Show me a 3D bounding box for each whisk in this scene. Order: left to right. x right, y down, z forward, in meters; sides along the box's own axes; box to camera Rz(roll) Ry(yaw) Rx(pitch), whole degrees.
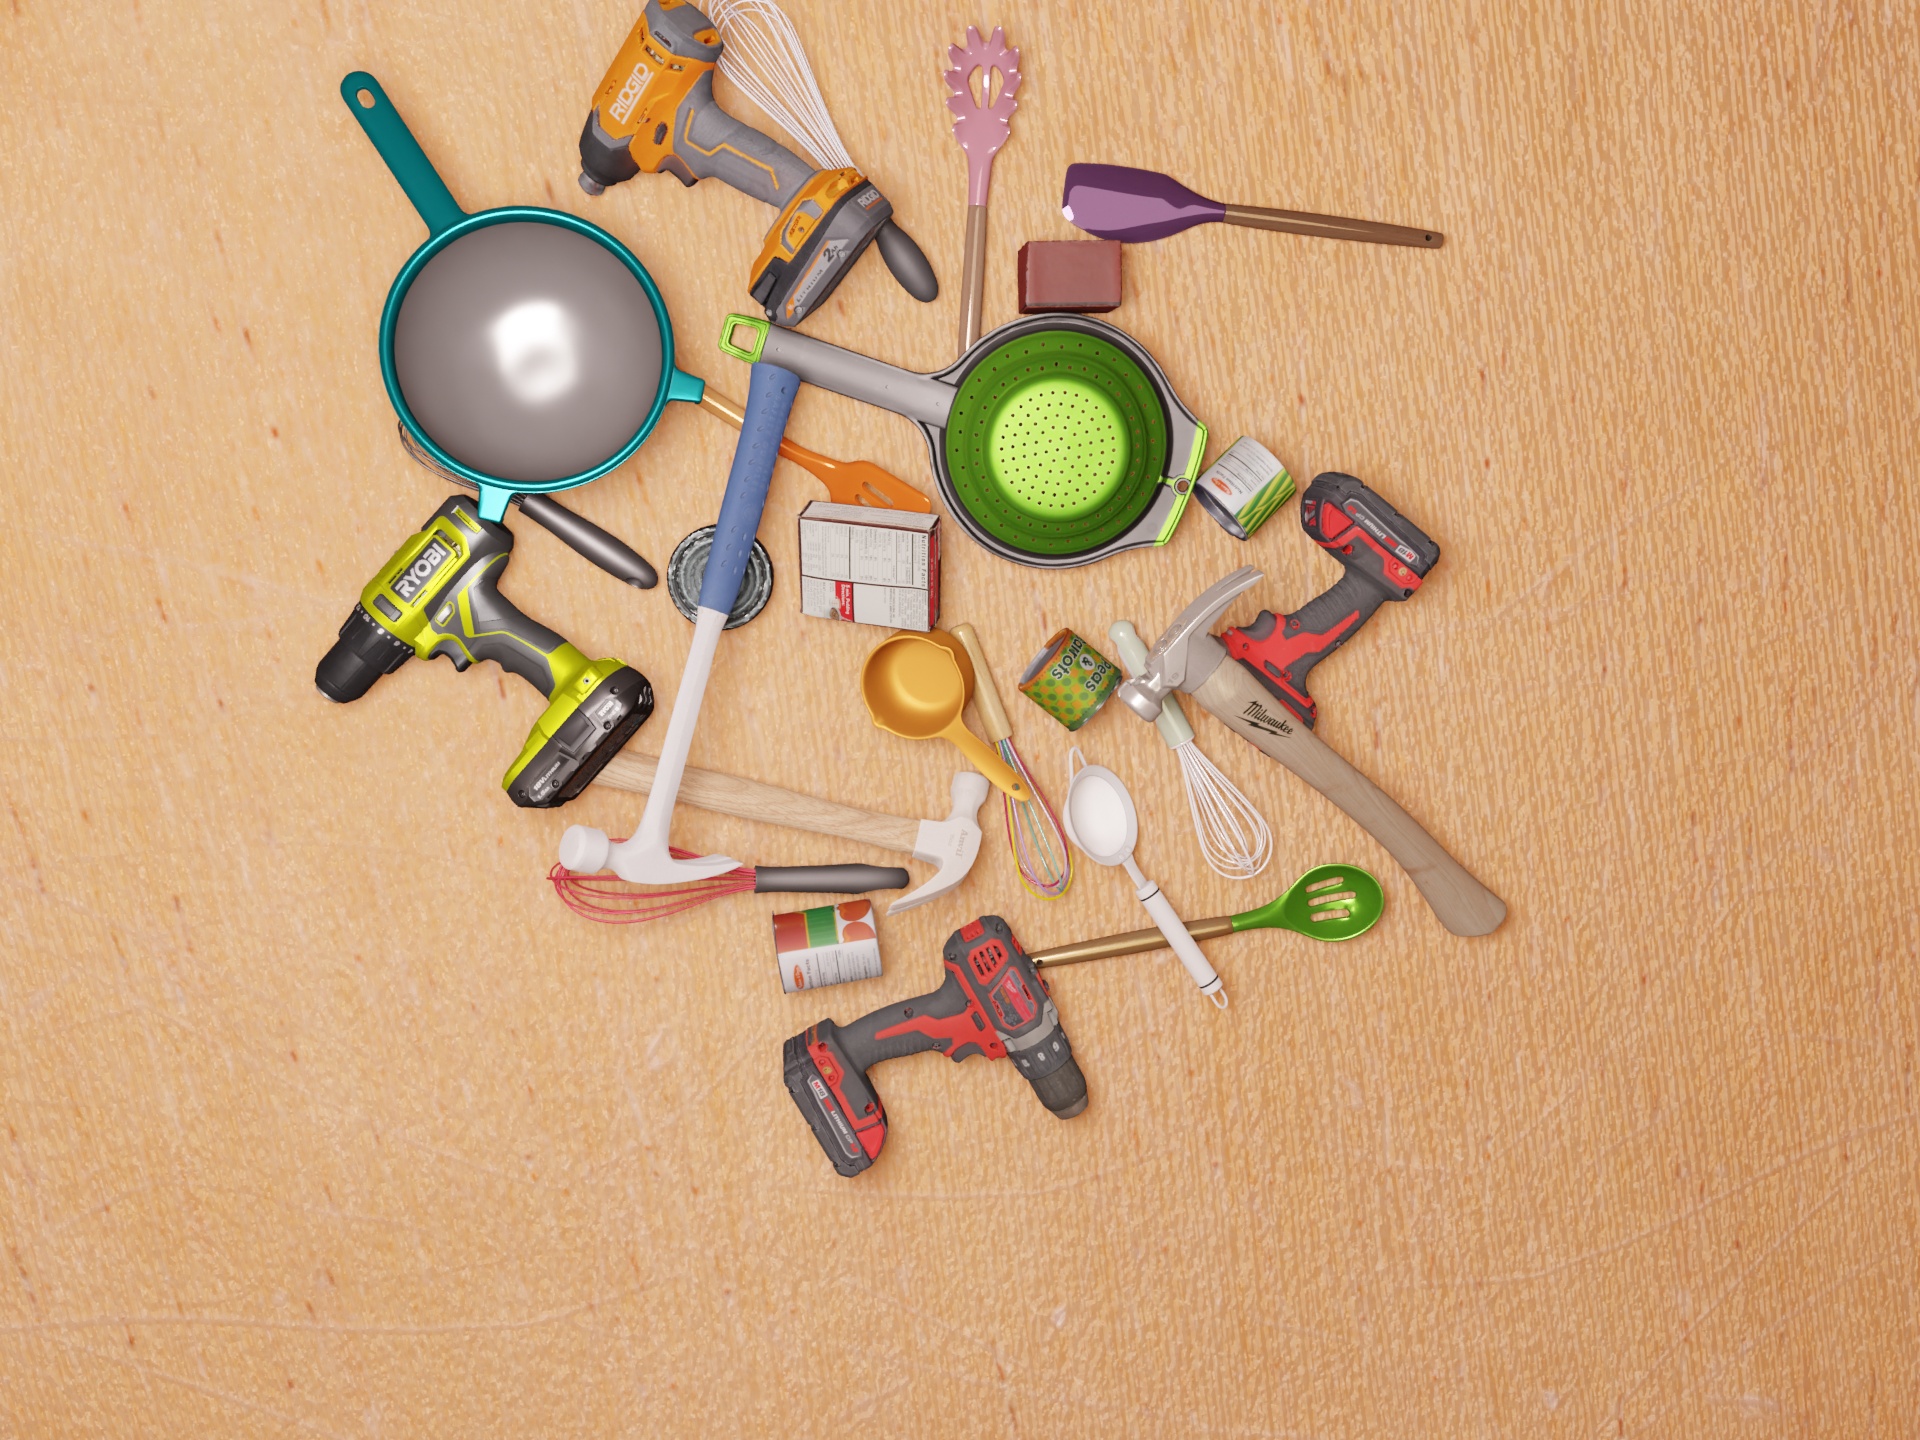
[{"bbox_3d":[-0.340,-0.176,1.256,0.239,0.055,0.055,34,93,-13],"label":"whisk"},{"bbox_3d":[-0.188,0.131,1.307,0.295,0.073,0.073,1,98,-11],"label":"whisk"},{"bbox_3d":[-0.104,-0.447,1.239,0.070,0.070,0.284,-37,105,0],"label":"whisk"},{"bbox_3d":[0.039,0.036,1.324,0.047,0.051,0.245,-20,96,3],"label":"whisk"},{"bbox_3d":[0.189,0.025,1.335,0.059,0.058,0.246,-29,95,7],"label":"whisk"}]

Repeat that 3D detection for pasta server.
[{"bbox_3d":[0.011,-0.382,1.266,0.060,0.040,0.316,5,99,6],"label":"pasta server"}]

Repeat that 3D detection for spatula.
[{"bbox_3d":[-0.171,-0.233,1.266,0.322,0.041,0.081,32,119,-7],"label":"spatula"},{"bbox_3d":[0.239,-0.407,1.294,0.316,0.018,0.060,5,98,-5],"label":"spatula"}]

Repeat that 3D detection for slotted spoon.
[{"bbox_3d":[0.207,0.178,1.367,0.313,0.031,0.070,-11,98,-2],"label":"slotted spoon"}]

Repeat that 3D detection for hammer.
[{"bbox_3d":[-0.188,-0.072,1.219,0.144,0.035,0.405,18,86,-41],"label":"hammer"},{"bbox_3d":[-0.148,0.072,1.297,0.331,0.031,0.130,13,64,-2],"label":"hammer"},{"bbox_3d":[0.319,0.045,1.306,0.410,0.038,0.146,38,99,-21],"label":"hammer"}]

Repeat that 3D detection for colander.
[{"bbox_3d":[-0.003,-0.240,1.237,0.397,0.094,0.204,18,103,-2],"label":"colander"}]

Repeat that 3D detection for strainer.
[{"bbox_3d":[-0.357,-0.324,1.200,0.211,0.095,0.340,-33,93,-8],"label":"strainer"},{"bbox_3d":[0.150,0.137,1.336,0.258,0.050,0.087,56,45,-4],"label":"strainer"}]

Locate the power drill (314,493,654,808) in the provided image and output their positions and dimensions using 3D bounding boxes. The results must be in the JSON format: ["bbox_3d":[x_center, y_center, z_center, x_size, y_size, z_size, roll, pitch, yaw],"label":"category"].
[{"bbox_3d":[-0.374,-0.037,1.243,0.228,0.080,0.190,42,91,3],"label":"power drill"}]

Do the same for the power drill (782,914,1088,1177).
[{"bbox_3d":[-0.017,0.291,1.334,0.226,0.080,0.188,-29,100,-2],"label":"power drill"}]

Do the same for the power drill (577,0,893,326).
[{"bbox_3d":[-0.182,-0.409,1.207,0.226,0.084,0.164,41,125,-8],"label":"power drill"}]

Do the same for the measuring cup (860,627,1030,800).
[{"bbox_3d":[-0.002,-0.004,1.294,0.173,0.052,0.095,44,114,-4],"label":"measuring cup"}]

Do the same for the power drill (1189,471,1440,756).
[{"bbox_3d":[0.276,-0.091,1.314,0.143,0.078,0.219,37,96,-9],"label":"power drill"}]
